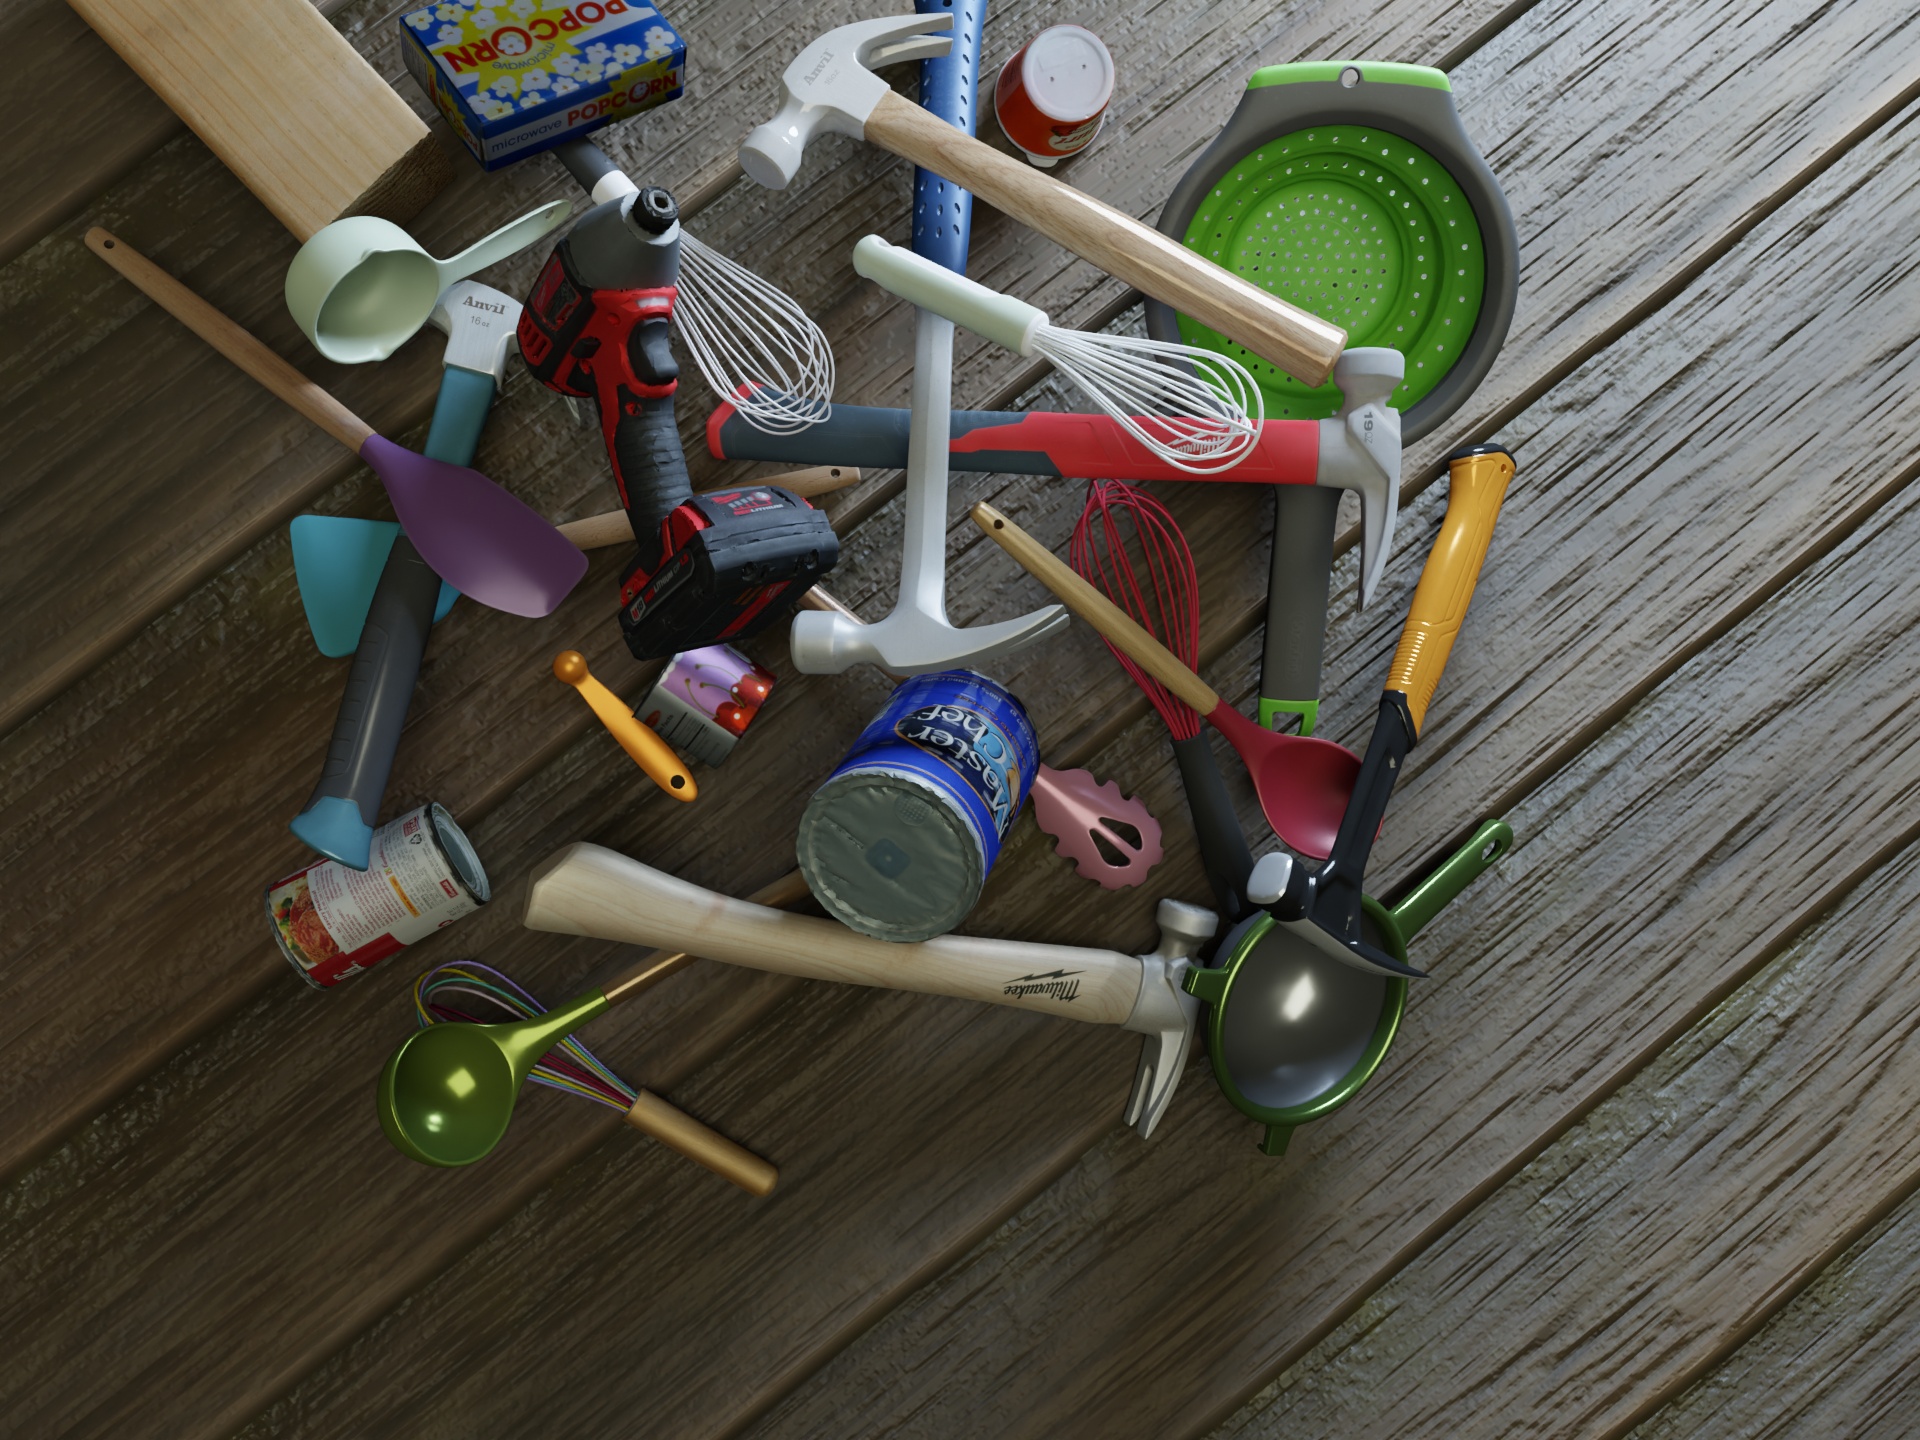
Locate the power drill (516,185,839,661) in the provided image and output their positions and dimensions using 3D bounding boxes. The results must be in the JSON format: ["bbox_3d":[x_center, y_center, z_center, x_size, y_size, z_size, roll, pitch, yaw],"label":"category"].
[{"bbox_3d":[-0.152,-0.155,0.814,0.078,0.143,0.220,-16,79,-39],"label":"power drill"}]

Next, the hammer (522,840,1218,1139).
[{"bbox_3d":[-0.046,0.146,0.920,0.410,0.038,0.146,13,93,-20],"label":"hammer"}]

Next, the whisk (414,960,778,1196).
[{"bbox_3d":[-0.214,0.218,0.938,0.245,0.047,0.051,34,88,-13],"label":"whisk"}]

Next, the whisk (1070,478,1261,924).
[{"bbox_3d":[0.132,-0.009,0.964,0.073,0.073,0.295,-21,102,-6],"label":"whisk"}]

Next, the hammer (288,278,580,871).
[{"bbox_3d":[-0.297,-0.083,0.862,0.128,0.033,0.331,13,77,-6],"label":"hammer"}]

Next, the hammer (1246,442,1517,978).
[{"bbox_3d":[0.273,-0.016,0.945,0.127,0.034,0.337,33,70,-27],"label":"hammer"}]

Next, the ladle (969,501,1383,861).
[{"bbox_3d":[0.125,-0.023,0.916,0.315,0.031,0.069,38,80,-17],"label":"ladle"}]

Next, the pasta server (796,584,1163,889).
[{"bbox_3d":[-0.002,-0.003,0.960,0.316,0.040,0.060,38,88,-5],"label":"pasta server"}]

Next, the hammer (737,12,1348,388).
[{"bbox_3d":[0.055,-0.272,0.849,0.331,0.031,0.130,29,75,4],"label":"hammer"}]

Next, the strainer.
[{"bbox_3d":[0.236,0.135,0.988,0.256,0.069,0.151,-37,117,-18],"label":"strainer"}]

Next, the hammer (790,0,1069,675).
[{"bbox_3d":[-0.008,-0.222,0.873,0.144,0.035,0.406,0,77,9],"label":"hammer"}]

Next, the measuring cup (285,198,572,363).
[{"bbox_3d":[-0.285,-0.253,0.855,0.038,0.083,0.167,44,60,10],"label":"measuring cup"}]

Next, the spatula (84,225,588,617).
[{"bbox_3d":[-0.337,-0.161,0.845,0.316,0.018,0.060,38,73,0],"label":"spatula"}]

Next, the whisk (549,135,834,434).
[{"bbox_3d":[-0.169,-0.267,0.879,0.070,0.070,0.285,-41,83,-3],"label":"whisk"}]

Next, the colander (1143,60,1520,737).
[{"bbox_3d":[0.207,-0.180,0.951,0.204,0.094,0.396,3,113,5],"label":"colander"}]

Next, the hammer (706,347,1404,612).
[{"bbox_3d":[0.047,-0.140,0.894,0.386,0.038,0.143,3,91,8],"label":"hammer"}]

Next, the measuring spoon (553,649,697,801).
[{"bbox_3d":[-0.197,0.005,0.937,0.021,0.011,0.117,-42,99,-3],"label":"measuring spoon"}]

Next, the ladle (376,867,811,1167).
[{"bbox_3d":[-0.176,0.145,0.901,0.320,0.062,0.078,-29,99,-19],"label":"ladle"}]

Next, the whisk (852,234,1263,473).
[{"bbox_3d":[0.045,-0.196,0.817,0.246,0.058,0.059,30,113,19],"label":"whisk"}]

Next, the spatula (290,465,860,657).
[{"bbox_3d":[-0.211,-0.109,0.910,0.317,0.044,0.082,-15,83,-8],"label":"spatula"}]
